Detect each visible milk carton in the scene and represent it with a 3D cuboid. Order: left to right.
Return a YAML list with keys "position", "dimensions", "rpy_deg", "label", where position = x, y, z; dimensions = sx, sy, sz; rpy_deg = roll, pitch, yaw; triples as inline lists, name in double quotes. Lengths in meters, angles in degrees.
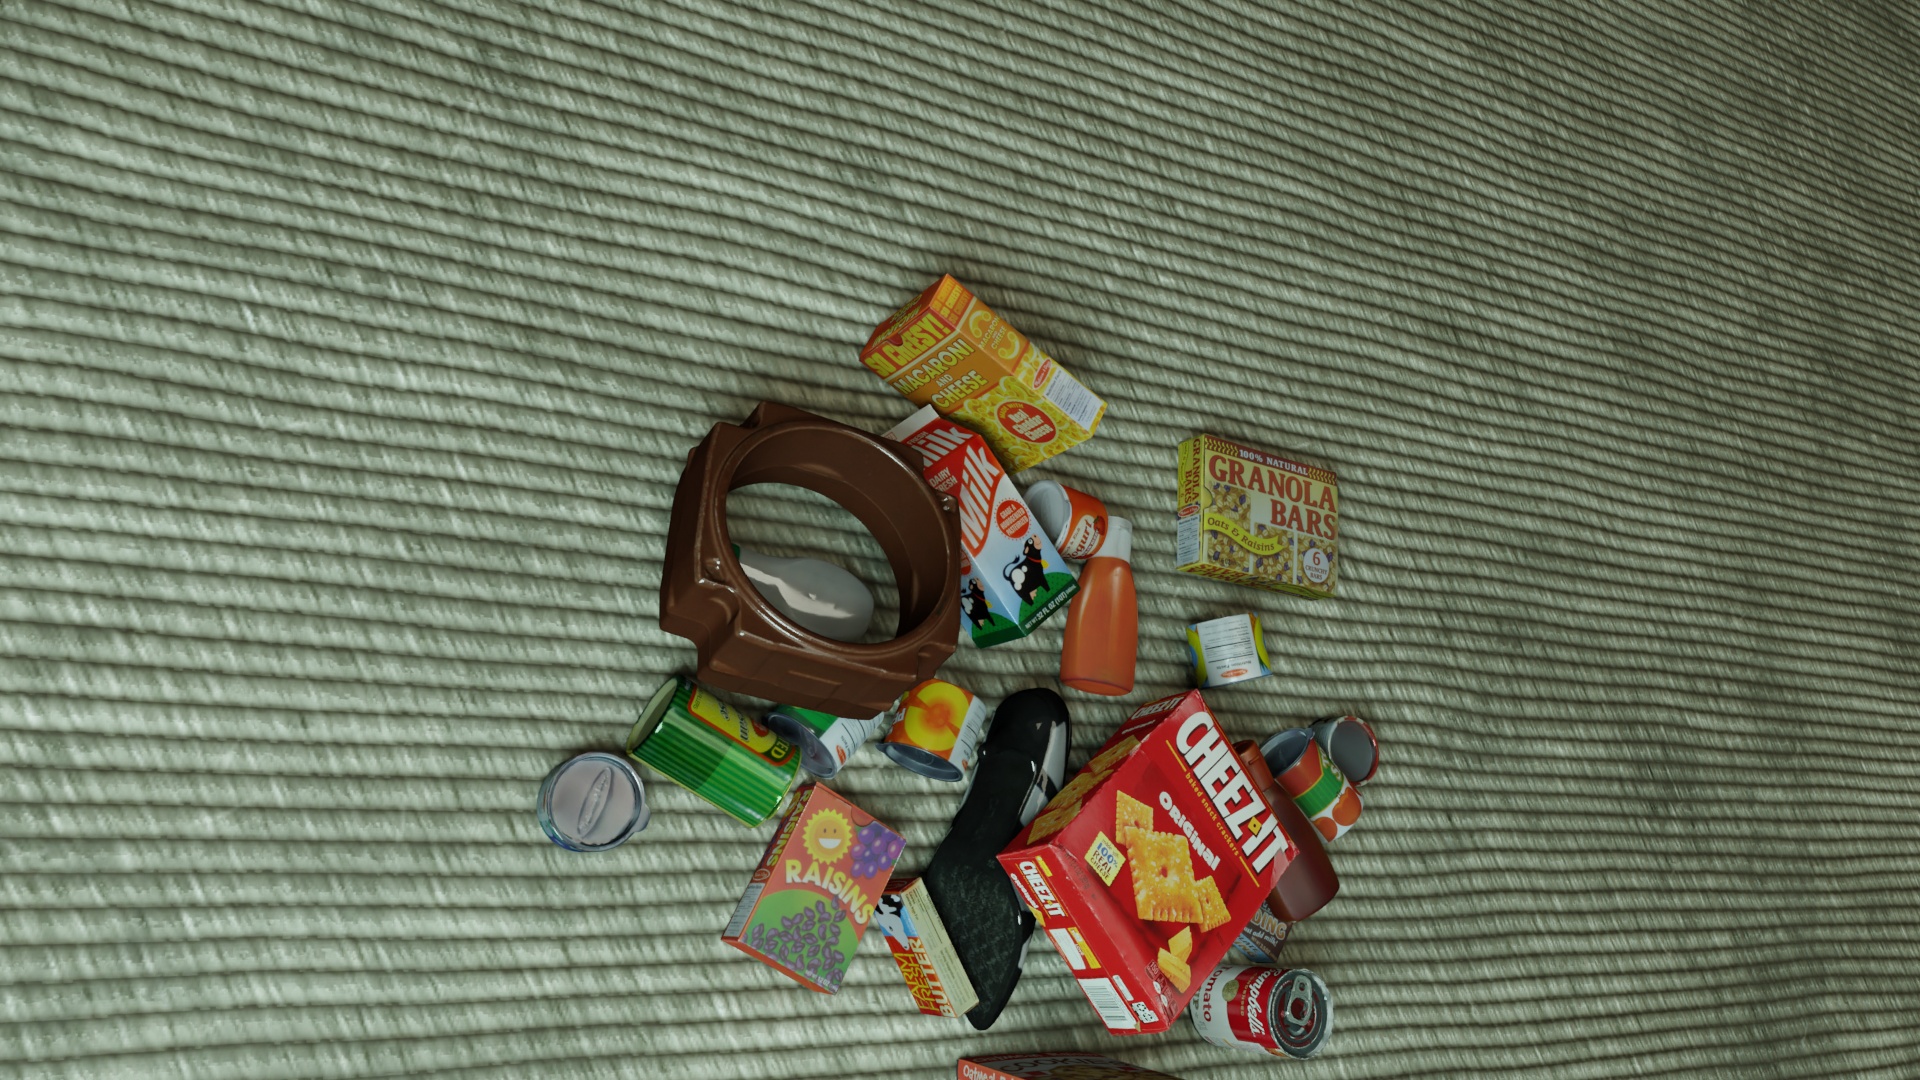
- position: [0.004, -0.014, 1.107]
  dimensions: [0.073, 0.073, 0.190]
  rpy_deg: [-37, 97, -32]
  label: "milk carton"

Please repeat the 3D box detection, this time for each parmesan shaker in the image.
- position: [-0.171, 0.147, 0.964]
  dimensions: [0.103, 0.071, 0.071]
  rpy_deg: [36, 63, -19]
  label: "parmesan shaker"

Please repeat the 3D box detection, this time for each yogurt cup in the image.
- position: [0.086, -0.014, 1.163]
  dimensions: [0.054, 0.072, 0.072]
  rpy_deg: [10, 73, -37]
  label: "yogurt cup"

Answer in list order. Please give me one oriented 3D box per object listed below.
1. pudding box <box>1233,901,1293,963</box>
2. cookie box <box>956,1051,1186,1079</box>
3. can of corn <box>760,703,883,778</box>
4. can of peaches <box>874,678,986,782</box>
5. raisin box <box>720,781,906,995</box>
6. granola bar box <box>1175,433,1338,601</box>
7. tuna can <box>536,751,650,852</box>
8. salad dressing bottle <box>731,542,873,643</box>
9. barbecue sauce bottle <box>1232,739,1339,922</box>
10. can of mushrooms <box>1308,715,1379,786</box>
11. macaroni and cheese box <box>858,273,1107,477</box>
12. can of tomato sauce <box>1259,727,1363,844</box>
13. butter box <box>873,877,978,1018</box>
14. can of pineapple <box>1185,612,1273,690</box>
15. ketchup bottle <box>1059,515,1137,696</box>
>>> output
- position: [0.244, 0.318, 1.190]
  dimensions: [0.083, 0.030, 0.050]
  rpy_deg: [43, 59, -15]
  label: "pudding box"
- position: [0.090, 0.401, 0.997]
  dimensions: [0.123, 0.167, 0.040]
  rpy_deg: [10, 76, -29]
  label: "cookie box"
- position: [-0.100, 0.129, 1.015]
  dimensions: [0.071, 0.071, 0.058]
  rpy_deg: [50, 58, -11]
  label: "can of corn"
- position: [-0.022, 0.143, 1.057]
  dimensions: [0.071, 0.071, 0.058]
  rpy_deg: [32, 64, -20]
  label: "can of peaches"
- position: [-0.104, 0.249, 0.997]
  dimensions: [0.086, 0.040, 0.124]
  rpy_deg: [36, 62, -17]
  label: "raisin box"
- position: [0.278, -0.019, 1.291]
  dimensions: [0.166, 0.039, 0.124]
  rpy_deg: [13, 71, -28]
  label: "granola bar box"
- position: [-0.246, 0.177, 0.934]
  dimensions: [0.071, 0.032, 0.071]
  rpy_deg: [8, 74, -29]
  label: "tuna can"
- position: [-0.138, 0.034, 1.029]
  dimensions: [0.147, 0.044, 0.064]
  rpy_deg: [24, 61, -22]
  label: "salad dressing bottle"
- position: [0.261, 0.240, 1.163]
  dimensions: [0.065, 0.043, 0.148]
  rpy_deg: [-28, 95, -27]
  label: "barbecue sauce bottle"
- position: [0.354, 0.196, 1.284]
  dimensions: [0.071, 0.033, 0.071]
  rpy_deg: [8, 73, -28]
  label: "can of mushrooms"
- position: [0.016, -0.127, 1.113]
  dimensions: [0.166, 0.123, 0.040]
  rpy_deg: [36, 61, -18]
  label: "macaroni and cheese box"
- position: [0.307, 0.217, 1.231]
  dimensions: [0.083, 0.071, 0.071]
  rpy_deg: [49, 59, -12]
  label: "can of tomato sauce"
- position: [-0.029, 0.299, 1.020]
  dimensions: [0.024, 0.053, 0.103]
  rpy_deg: [-26, 92, -35]
  label: "butter box"
- position: [0.236, 0.097, 1.222]
  dimensions: [0.071, 0.071, 0.058]
  rpy_deg: [-6, 81, -32]
  label: "can of pineapple"
- position: [0.122, 0.054, 1.177]
  dimensions: [0.065, 0.043, 0.149]
  rpy_deg: [18, 69, -27]
  label: "ketchup bottle"
